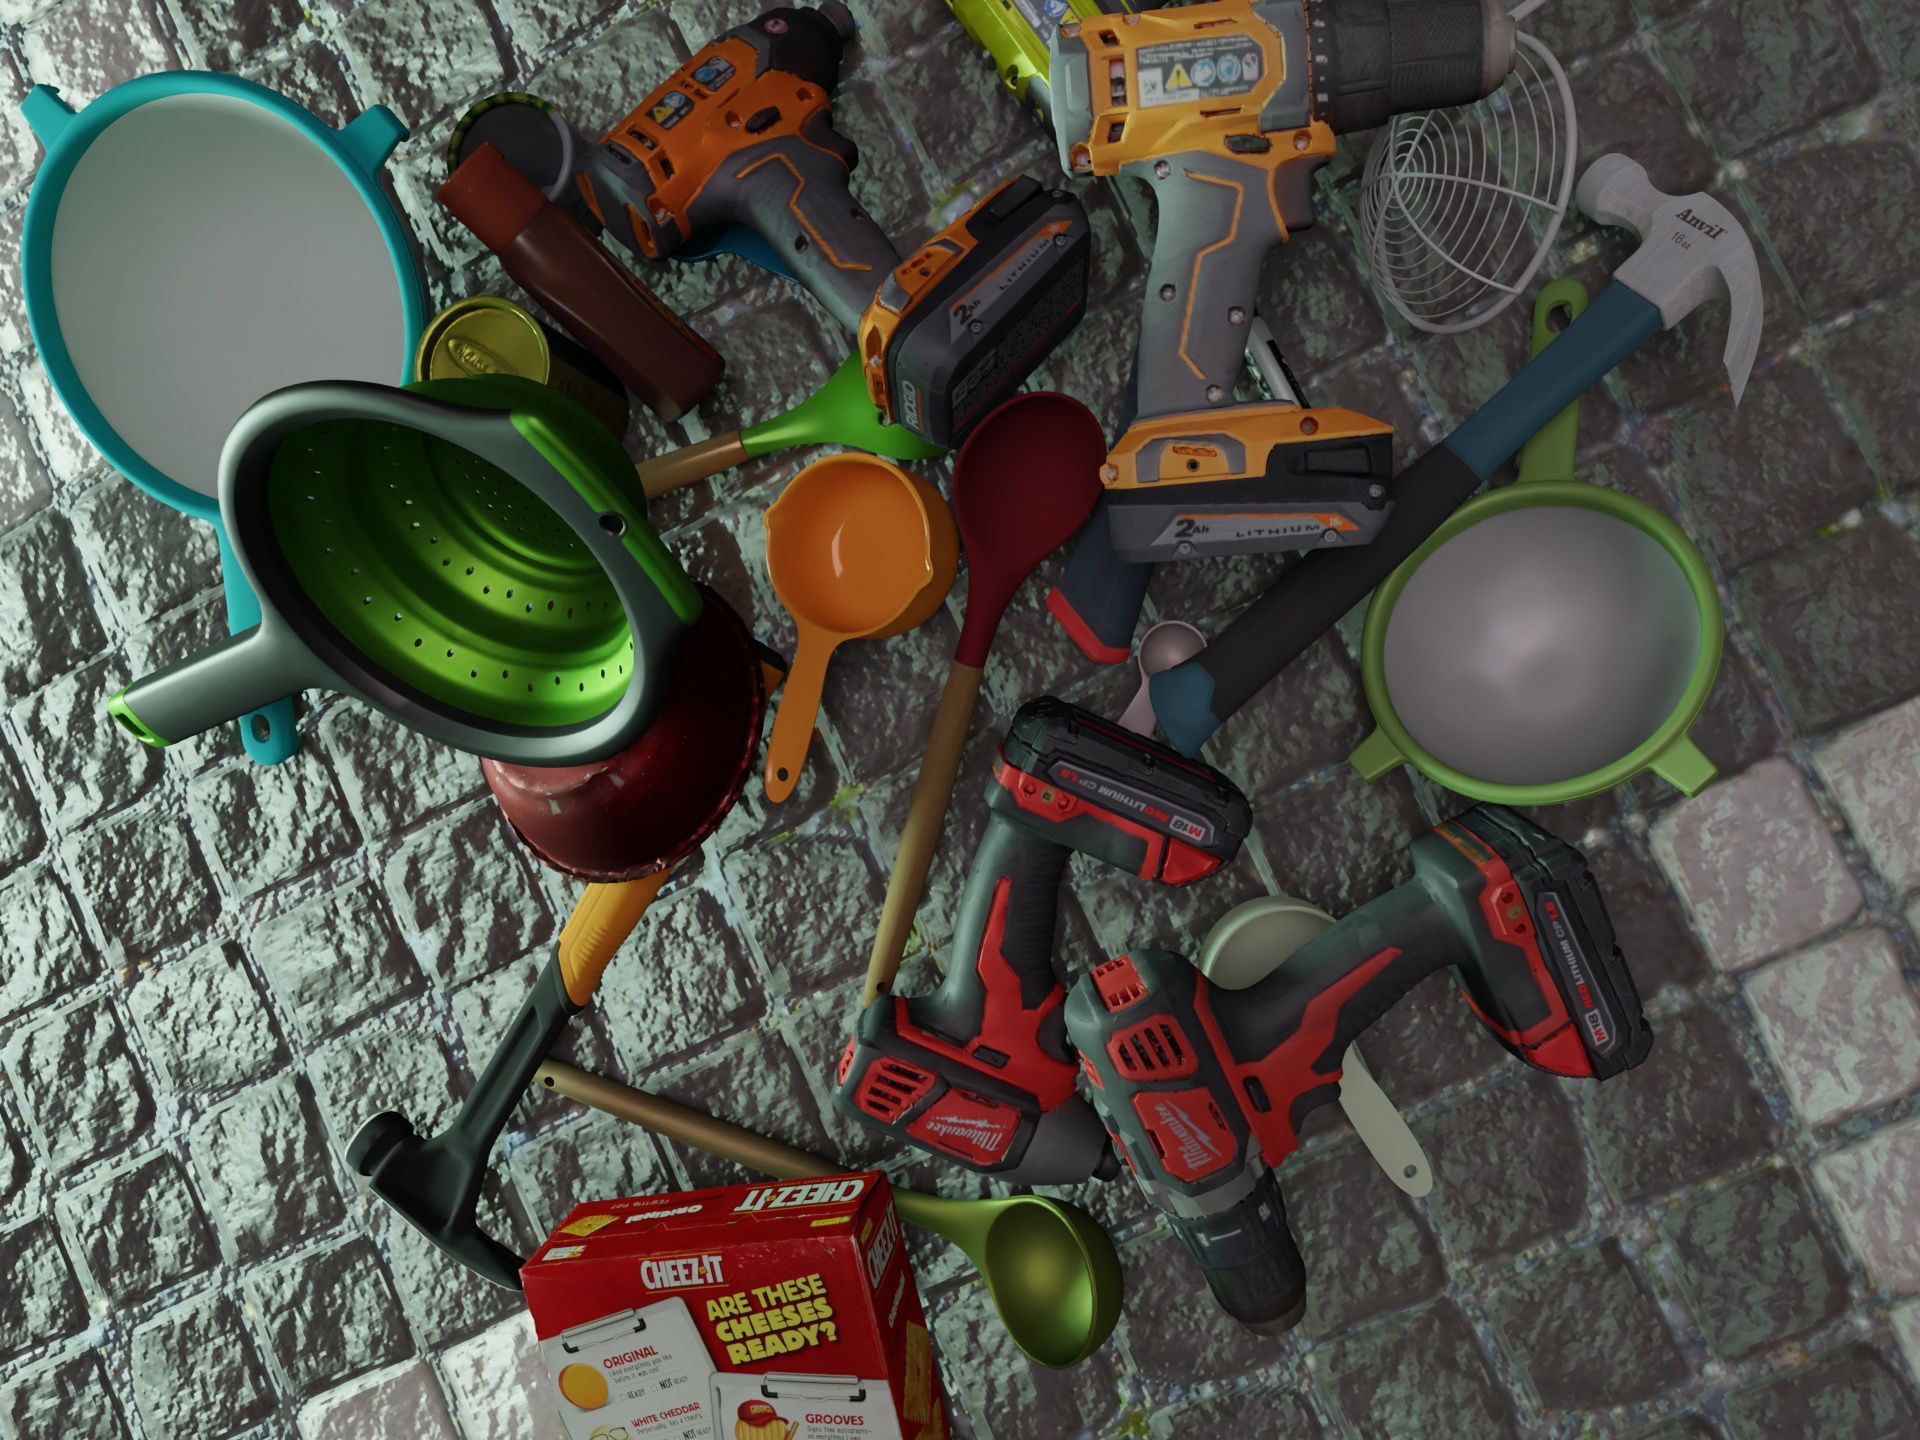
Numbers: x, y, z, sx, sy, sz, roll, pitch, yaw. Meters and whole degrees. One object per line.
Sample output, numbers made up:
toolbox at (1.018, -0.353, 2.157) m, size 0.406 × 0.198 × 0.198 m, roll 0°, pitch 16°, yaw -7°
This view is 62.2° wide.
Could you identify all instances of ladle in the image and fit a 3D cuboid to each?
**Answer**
ladle at (-0.074, 0.227, 0.776) m, size 0.320 × 0.062 × 0.078 m, roll 17°, pitch 107°, yaw 11°
ladle at (-0.001, -0.002, 0.752) m, size 0.069 × 0.031 × 0.315 m, roll 12°, pitch 106°, yaw -15°

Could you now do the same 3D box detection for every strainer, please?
strainer at (-0.347, -0.149, 0.815) m, size 0.211 × 0.095 × 0.340 m, roll 7°, pitch 111°, yaw 10°
strainer at (0.272, -0.077, 0.730) m, size 0.151 × 0.069 × 0.256 m, roll 1°, pitch 71°, yaw 30°

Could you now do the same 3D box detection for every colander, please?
colander at (-0.268, -0.065, 0.738) m, size 0.397 × 0.095 × 0.204 m, roll -15°, pitch 126°, yaw 35°

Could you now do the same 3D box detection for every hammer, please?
hammer at (-0.177, 0.110, 0.791) m, size 0.127 × 0.034 × 0.337 m, roll 30°, pitch 90°, yaw 22°
hammer at (0.213, -0.107, 0.714) m, size 0.331 × 0.033 × 0.128 m, roll -43°, pitch 51°, yaw 8°
hammer at (0.124, -0.210, 0.723) m, size 0.143 × 0.038 × 0.386 m, roll 12°, pitch 104°, yaw -2°

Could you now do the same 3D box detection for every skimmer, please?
skimmer at (0.308, -0.337, 0.722) m, size 0.090 × 0.127 × 0.363 m, roll 44°, pitch 83°, yaw -25°

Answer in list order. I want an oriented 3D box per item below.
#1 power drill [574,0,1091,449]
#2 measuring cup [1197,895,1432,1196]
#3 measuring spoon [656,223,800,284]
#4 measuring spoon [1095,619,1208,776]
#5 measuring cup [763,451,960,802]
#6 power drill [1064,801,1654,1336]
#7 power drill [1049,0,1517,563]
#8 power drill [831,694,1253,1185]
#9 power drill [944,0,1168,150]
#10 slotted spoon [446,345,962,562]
power drill at (-0.049, -0.249, 0.754) m, size 0.226 × 0.084 × 0.164 m, roll 37°, pitch 74°, yaw 15°
measuring cup at (0.173, 0.155, 0.755) m, size 0.083 × 0.038 × 0.167 m, roll -34°, pitch 101°, yaw 1°
measuring spoon at (-0.096, -0.234, 0.808) m, size 0.128 × 0.021 × 0.042 m, roll 21°, pitch 81°, yaw -1°
measuring spoon at (0.082, 0.007, 0.778) m, size 0.034 × 0.018 × 0.124 m, roll 26°, pitch 100°, yaw -4°
measuring cup at (-0.056, -0.043, 0.777) m, size 0.095 × 0.052 × 0.173 m, roll 21°, pitch 101°, yaw 22°
power drill at (0.177, 0.155, 0.697) m, size 0.226 × 0.080 × 0.187 m, roll -26°, pitch 105°, yaw 0°
power drill at (0.137, -0.185, 0.661) m, size 0.185 × 0.084 × 0.226 m, roll -4°, pitch 98°, yaw 10°
power drill at (0.044, 0.112, 0.745) m, size 0.143 × 0.078 × 0.219 m, roll 24°, pitch 98°, yaw -4°
power drill at (0.089, -0.402, 0.750) m, size 0.228 × 0.080 × 0.190 m, roll -35°, pitch 85°, yaw 9°
slotted spoon at (-0.132, -0.129, 0.804) m, size 0.314 × 0.031 × 0.070 m, roll -18°, pitch 85°, yaw 9°
